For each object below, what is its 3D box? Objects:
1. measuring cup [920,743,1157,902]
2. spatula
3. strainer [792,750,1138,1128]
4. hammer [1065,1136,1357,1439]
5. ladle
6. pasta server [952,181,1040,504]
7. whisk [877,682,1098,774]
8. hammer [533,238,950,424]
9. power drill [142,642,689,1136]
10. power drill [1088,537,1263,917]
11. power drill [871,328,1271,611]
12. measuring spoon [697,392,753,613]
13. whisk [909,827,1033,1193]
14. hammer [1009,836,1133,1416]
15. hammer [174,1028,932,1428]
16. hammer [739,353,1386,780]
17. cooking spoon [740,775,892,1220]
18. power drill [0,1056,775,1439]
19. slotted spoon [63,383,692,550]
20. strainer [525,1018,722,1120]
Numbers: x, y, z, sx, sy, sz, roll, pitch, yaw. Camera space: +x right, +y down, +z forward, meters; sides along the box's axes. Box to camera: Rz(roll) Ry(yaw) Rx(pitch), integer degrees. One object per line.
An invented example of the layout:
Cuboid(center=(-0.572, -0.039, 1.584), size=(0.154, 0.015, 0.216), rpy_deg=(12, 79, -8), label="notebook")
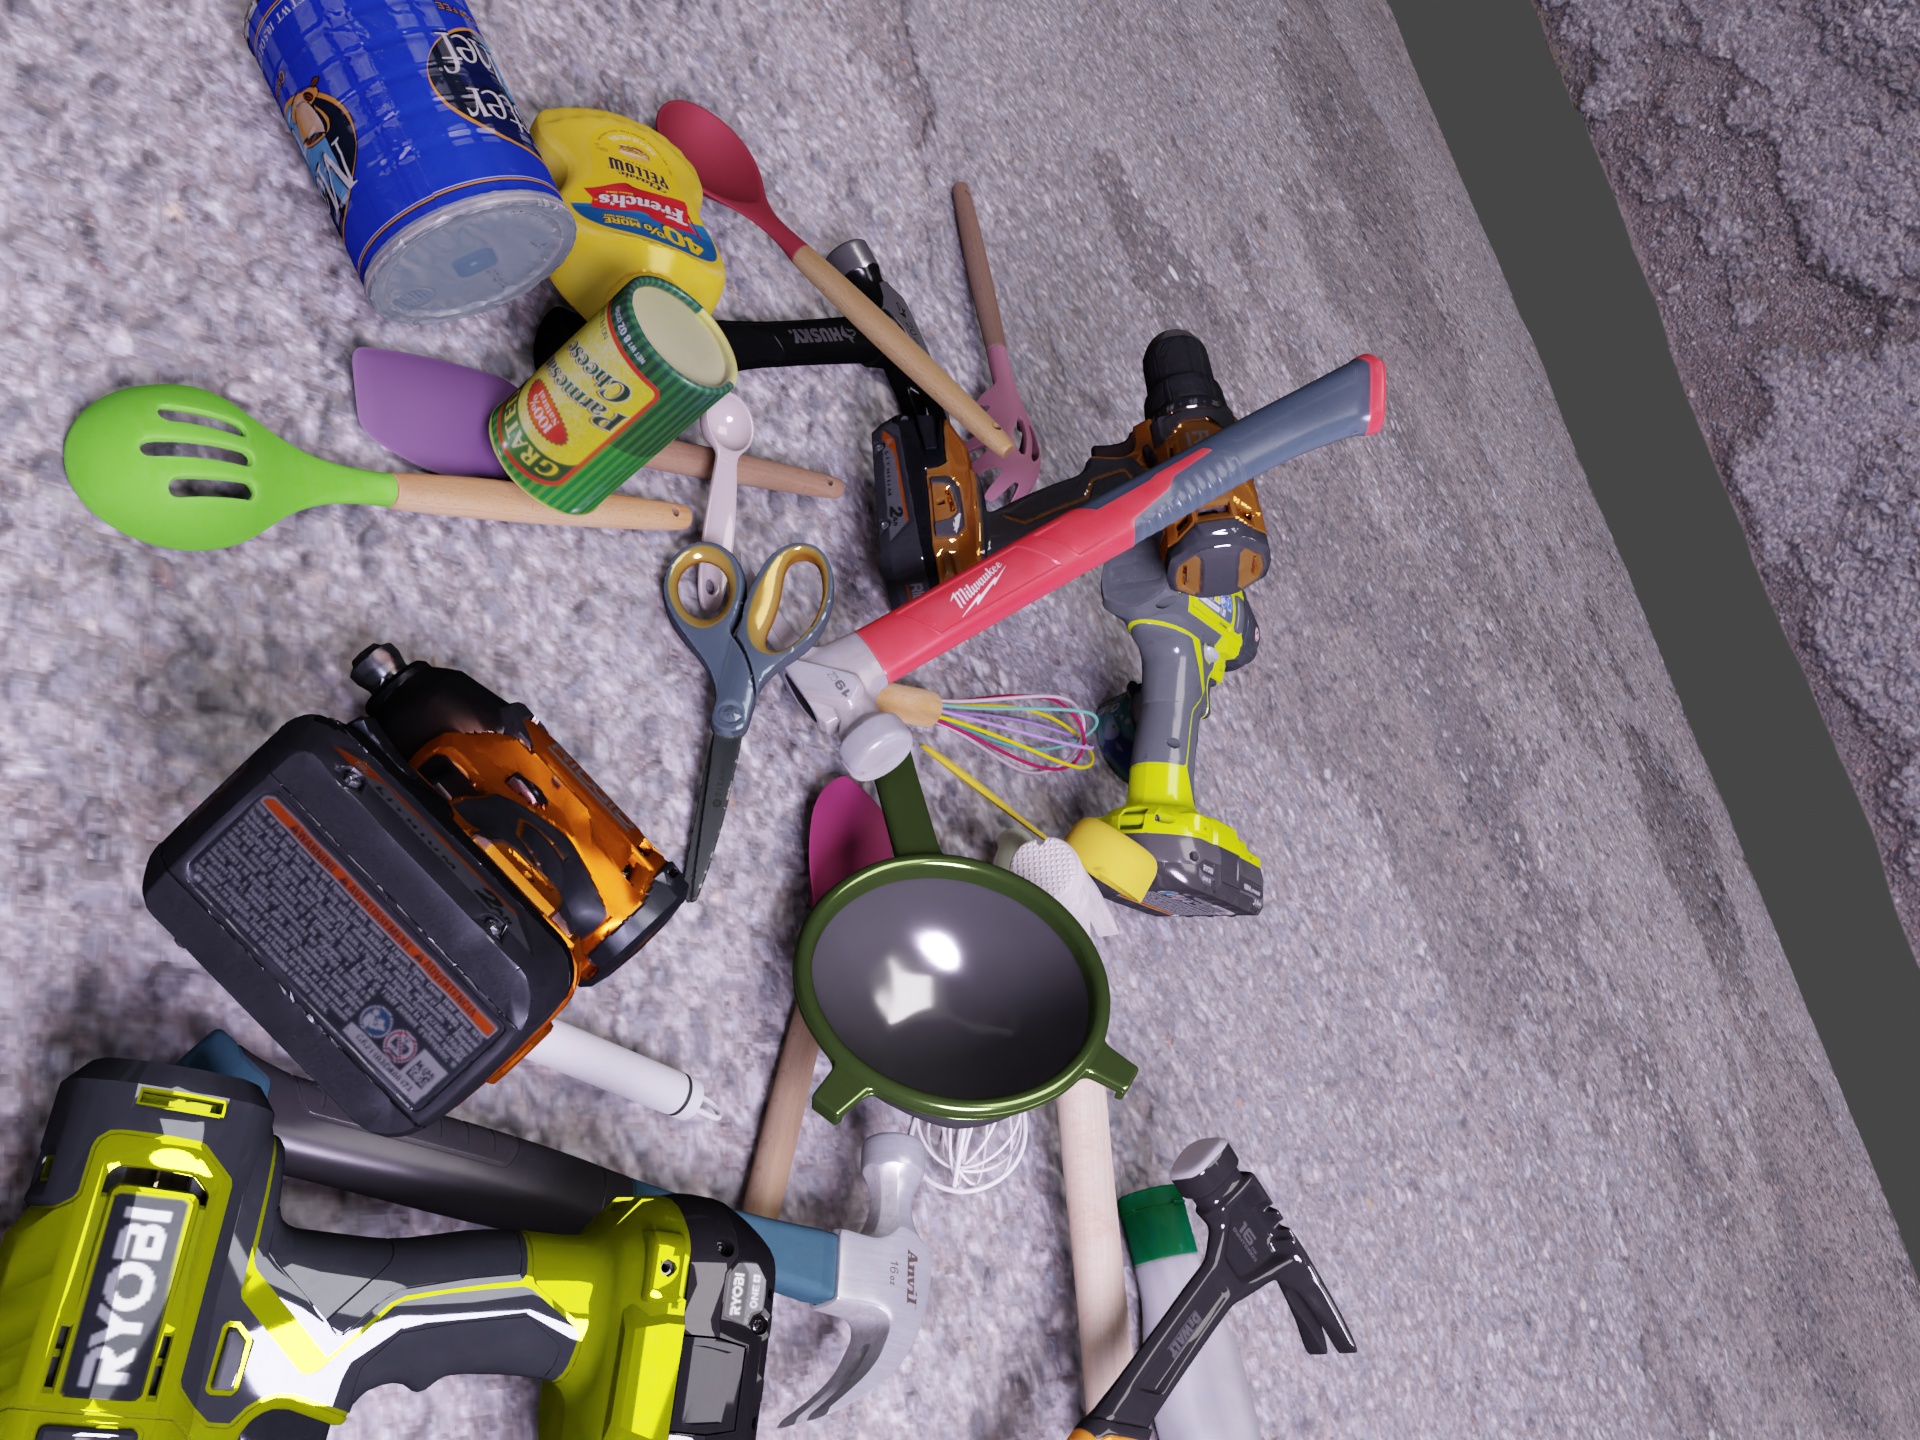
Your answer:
Cuboid(center=(0.046, 0.050, 0.921), size=(0.156, 0.029, 0.062), rpy_deg=(35, -5, 7), label="measuring cup")
Cuboid(center=(-0.173, -0.141, 0.837), size=(0.315, 0.018, 0.060), rpy_deg=(1, 75, -51), label="spatula")
Cuboid(center=(-0.021, 0.105, 0.798), size=(0.151, 0.069, 0.257), rpy_deg=(-1, 43, -17), label="strainer")
Cuboid(center=(0.058, 0.338, 0.700), size=(0.337, 0.034, 0.127), rpy_deg=(-37, 95, -39), label="hammer")
Cuboid(center=(-0.078, -0.266, 0.961), size=(0.315, 0.031, 0.069), rpy_deg=(46, 43, 14), label="ladle")
Cuboid(center=(0.017, -0.290, 1.186), size=(0.060, 0.040, 0.317), rpy_deg=(24, 45, -42), label="pasta server")
Cuboid(center=(0.000, -0.002, 0.941), size=(0.244, 0.051, 0.047), rpy_deg=(12, 63, -45), label="whisk")
Cuboid(center=(-0.122, -0.218, 0.944), size=(0.335, 0.035, 0.146), rpy_deg=(-24, 85, -56), label="hammer")
Cuboid(center=(-0.187, 0.042, 0.568), size=(0.164, 0.084, 0.226), rpy_deg=(47, 5, -4), label="power drill")
Cuboid(center=(0.148, 0.010, 1.027), size=(0.171, 0.080, 0.223), rpy_deg=(26, 65, -53), label="power drill")
Cuboid(center=(0.063, -0.153, 0.969), size=(0.084, 0.226, 0.186), rpy_deg=(77, 7, -59), label="power drill")
Cuboid(center=(-0.133, -0.117, 0.856), size=(0.034, 0.018, 0.124), rpy_deg=(18, 72, -48), label="measuring spoon")
Cuboid(center=(0.016, 0.147, 0.857), size=(0.247, 0.059, 0.057), rpy_deg=(-78, 165, -49), label="whisk")
Cuboid(center=(0.072, 0.275, 0.819), size=(0.146, 0.038, 0.411), rpy_deg=(56, 28, -63), label="hammer")
Cuboid(center=(-0.142, 0.184, 0.610), size=(0.330, 0.033, 0.128), rpy_deg=(28, 45, -32), label="hammer")
Cuboid(center=(0.070, -0.117, 0.879), size=(0.386, 0.038, 0.143), rpy_deg=(-30, 66, -14), label="hammer")
Cuboid(center=(-0.075, 0.152, 0.753), size=(0.068, 0.017, 0.319), rpy_deg=(47, 35, -31), label="cooking spoon")
Cuboid(center=(-0.182, 0.218, 0.486), size=(0.228, 0.080, 0.191), rpy_deg=(19, 64, -29), label="power drill")
Cuboid(center=(-0.237, -0.105, 0.721), size=(0.313, 0.031, 0.070), rpy_deg=(-3, 77, -55), label="slotted spoon")
Cuboid(center=(-0.186, 0.117, 0.617), size=(0.258, 0.050, 0.087), rpy_deg=(36, 0, -40), label="strainer")
